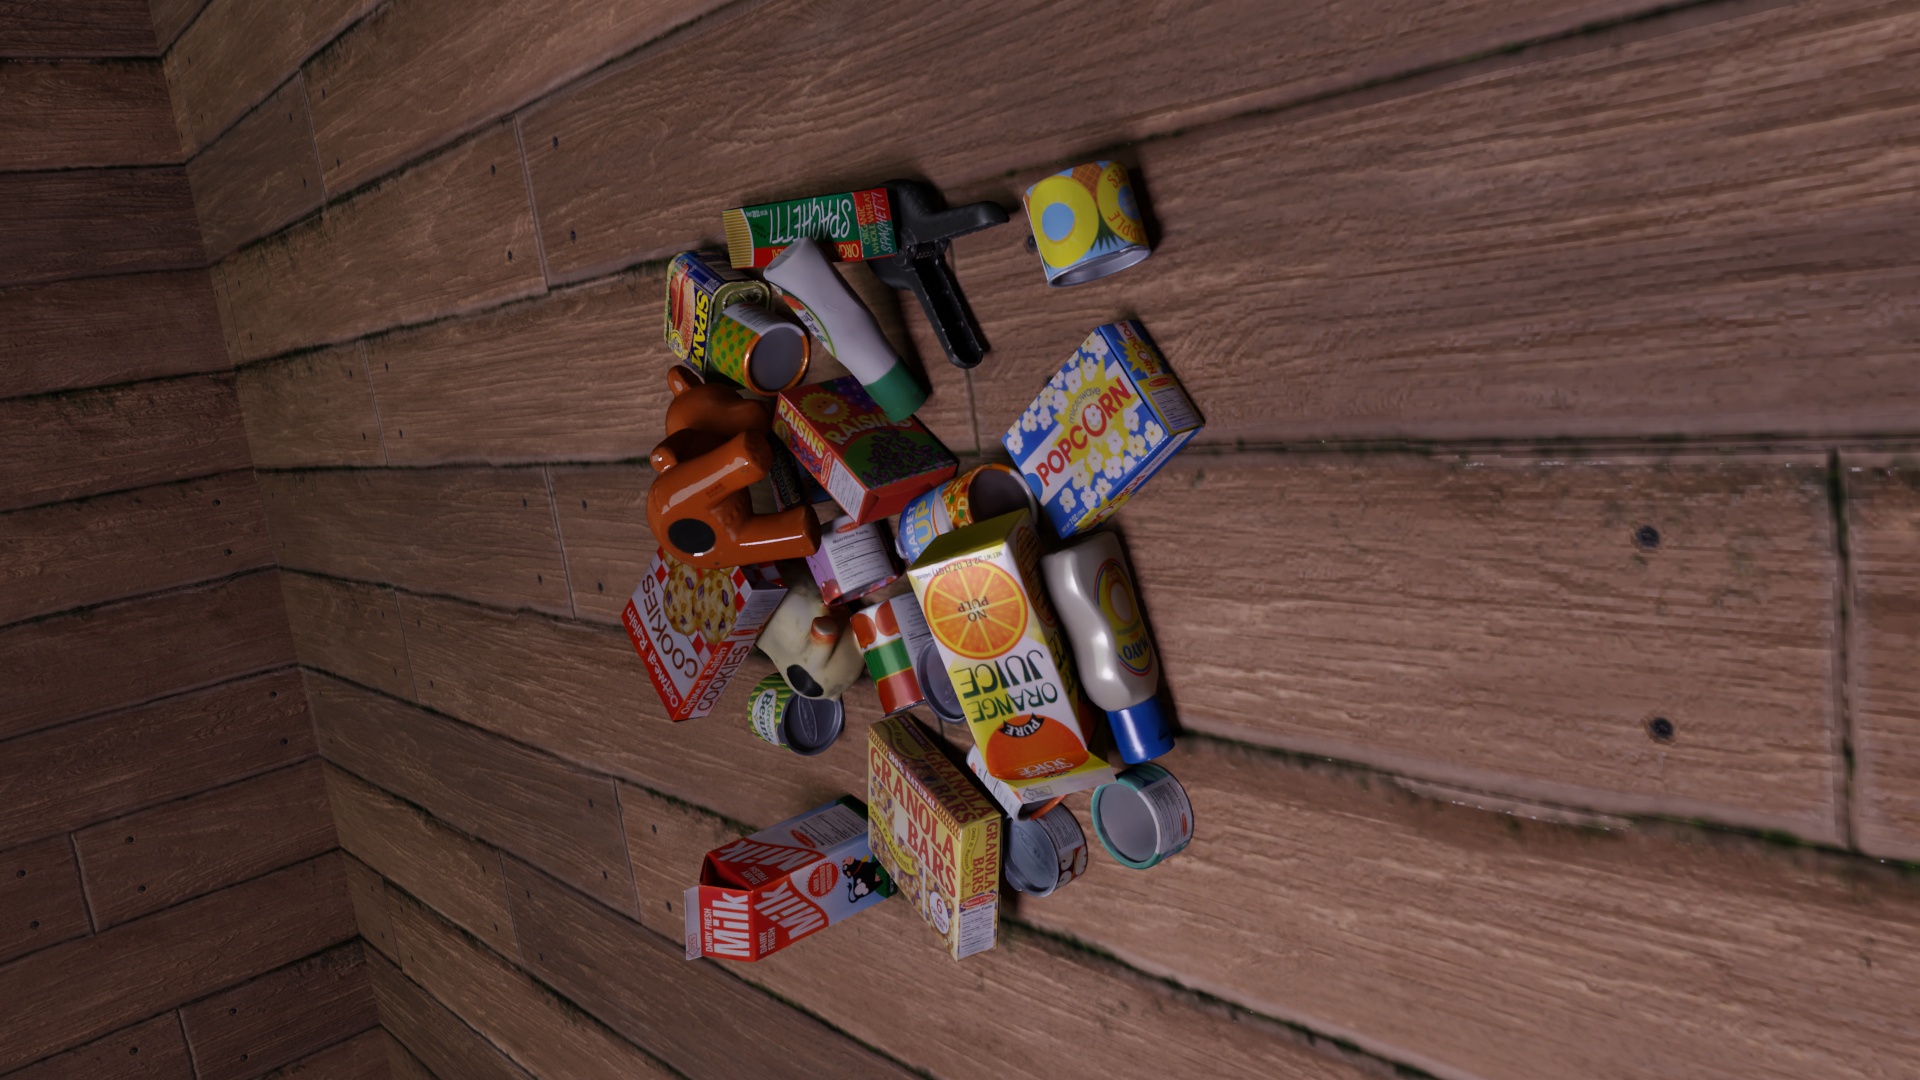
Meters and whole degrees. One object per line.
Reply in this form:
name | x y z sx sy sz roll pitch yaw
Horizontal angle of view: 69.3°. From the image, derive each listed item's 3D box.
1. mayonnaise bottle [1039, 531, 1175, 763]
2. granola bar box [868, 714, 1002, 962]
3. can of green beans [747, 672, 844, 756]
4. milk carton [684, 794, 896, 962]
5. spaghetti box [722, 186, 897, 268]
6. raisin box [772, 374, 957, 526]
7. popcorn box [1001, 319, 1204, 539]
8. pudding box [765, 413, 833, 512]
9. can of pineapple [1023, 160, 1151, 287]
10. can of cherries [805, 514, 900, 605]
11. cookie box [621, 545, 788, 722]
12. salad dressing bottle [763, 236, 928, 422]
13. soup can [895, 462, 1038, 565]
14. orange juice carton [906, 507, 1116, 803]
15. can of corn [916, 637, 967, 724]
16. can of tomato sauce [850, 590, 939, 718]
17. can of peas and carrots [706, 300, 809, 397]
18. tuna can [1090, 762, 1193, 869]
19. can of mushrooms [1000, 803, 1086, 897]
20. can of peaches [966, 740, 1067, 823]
mayonnaise bottle | 0.100 0.071 0.913 0.041 0.065 0.148 -19 92 39
granola bar box | -0.023 0.232 1.103 0.166 0.039 0.123 37 132 54
can of green beans | -0.147 0.153 1.233 0.058 0.071 0.071 7 108 49
milk carton | -0.150 0.292 1.184 0.073 0.191 0.072 23 120 45
spaghetti box | -0.122 -0.238 1.067 0.250 0.029 0.050 16 118 58
raisin box | -0.074 -0.072 1.053 0.124 0.086 0.039 47 139 30
popcorn box | 0.089 -0.070 0.895 0.085 0.038 0.126 60 139 16
pudding box | -0.141 -0.069 1.180 0.049 0.030 0.083 -10 94 52
can of pineapple | 0.078 -0.193 0.844 0.071 0.071 0.058 -18 88 51
can of cherries | -0.089 0.015 1.118 0.071 0.072 0.058 -34 77 50
cookie box | -0.223 0.054 1.186 0.166 0.040 0.123 -54 54 31
salad dressing bottle | -0.081 -0.152 1.016 0.147 0.044 0.064 50 173 -22
soup can | 0.004 -0.012 0.991 0.083 0.071 0.071 -25 83 51
orange juice carton | 0.040 0.084 0.922 0.071 0.073 0.192 -17 102 20
can of corn | 0.012 0.098 1.028 0.071 0.058 0.071 20 117 46
can of tomato sauce | -0.043 0.088 1.085 0.071 0.071 0.083 -30 78 51
can of peas and carrots | -0.168 -0.157 1.154 0.059 0.071 0.070 32 125 40
tuna can | 0.121 0.188 0.947 0.071 0.033 0.070 20 117 45
can of mushrooms | 0.060 0.230 1.035 0.071 0.033 0.070 20 117 45
can of peaches | 0.049 0.159 1.000 0.058 0.071 0.070 48 135 29
